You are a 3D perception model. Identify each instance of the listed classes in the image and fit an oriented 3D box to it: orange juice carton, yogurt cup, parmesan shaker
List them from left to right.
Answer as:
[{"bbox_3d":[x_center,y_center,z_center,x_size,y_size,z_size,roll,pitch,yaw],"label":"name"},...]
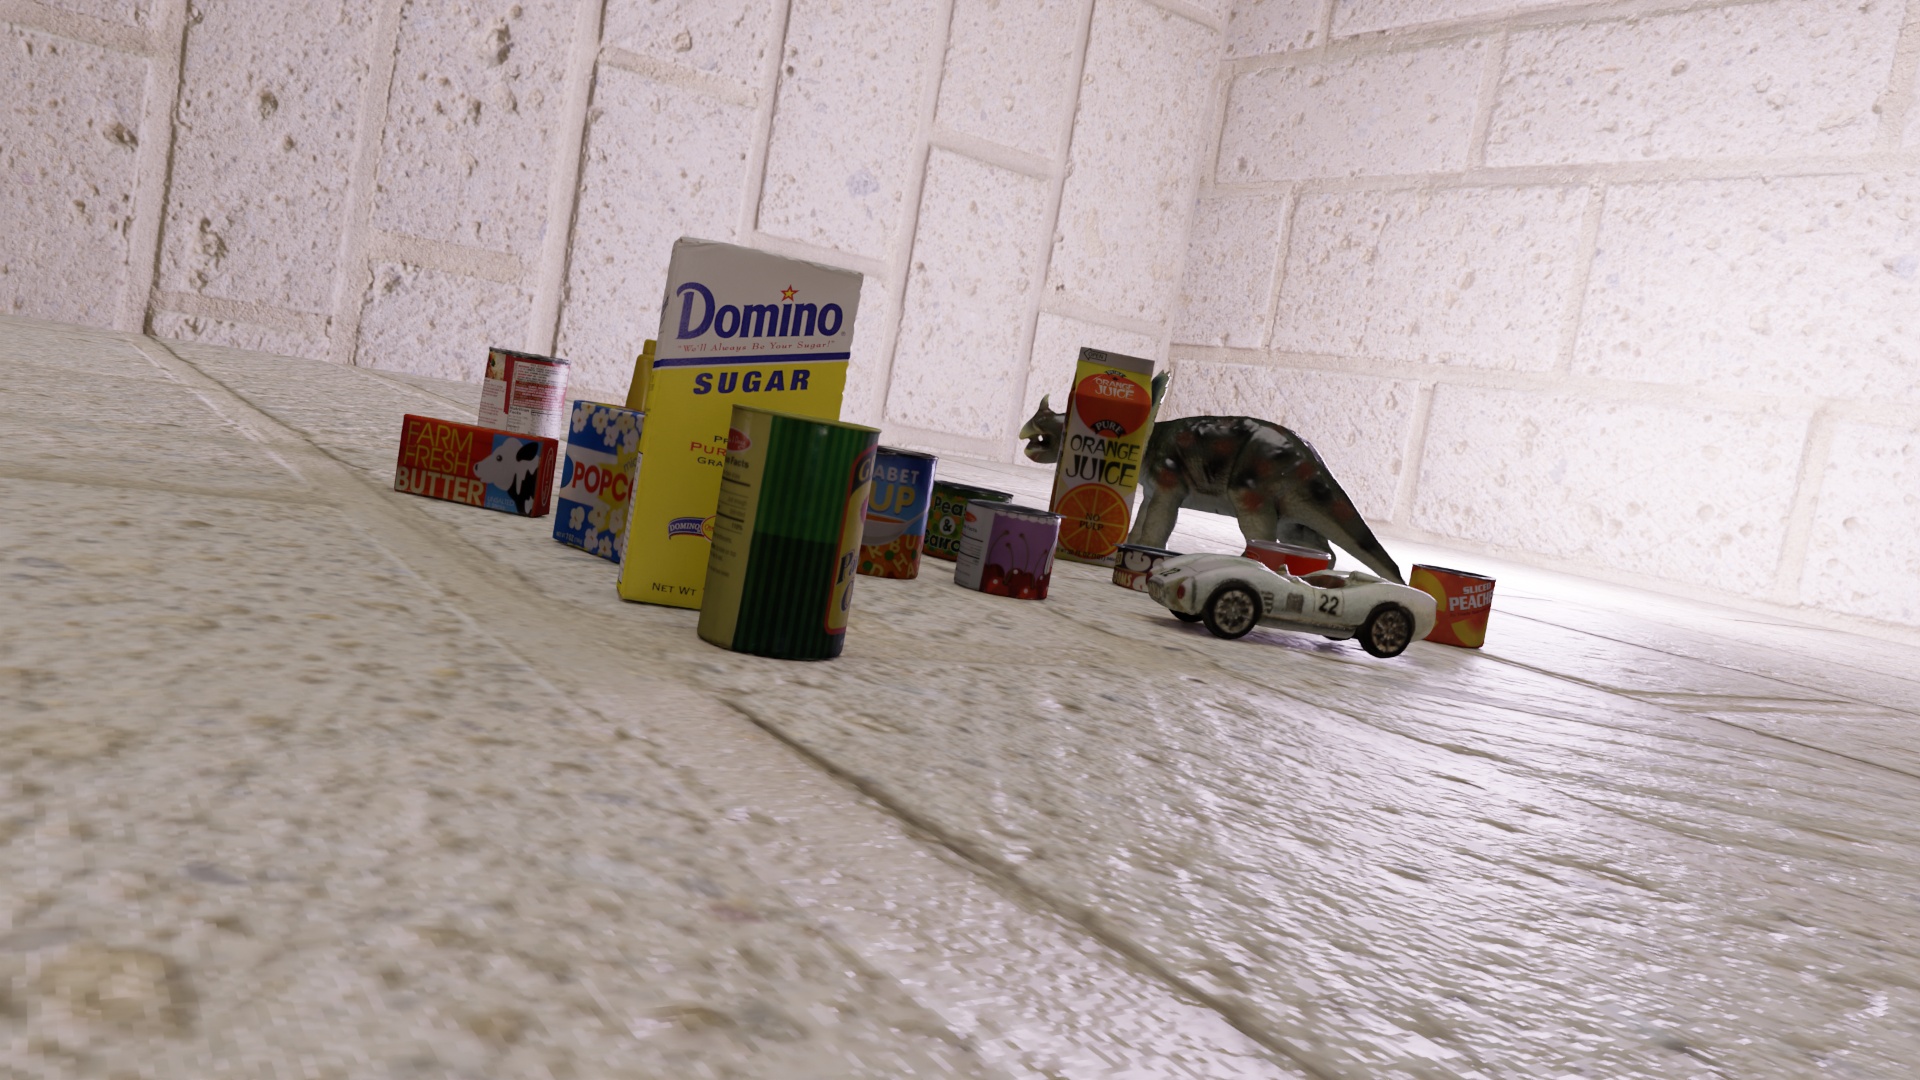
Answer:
[{"bbox_3d":[-0.077,-0.005,0.616,0.071,0.103,0.071,10,5,-1],"label":"parmesan shaker"},{"bbox_3d":[0.127,-0.077,1.271,0.072,0.192,0.073,10,5,-1],"label":"orange juice carton"},{"bbox_3d":[0.261,0.031,1.123,0.072,0.054,0.072,10,5,-1],"label":"yogurt cup"}]

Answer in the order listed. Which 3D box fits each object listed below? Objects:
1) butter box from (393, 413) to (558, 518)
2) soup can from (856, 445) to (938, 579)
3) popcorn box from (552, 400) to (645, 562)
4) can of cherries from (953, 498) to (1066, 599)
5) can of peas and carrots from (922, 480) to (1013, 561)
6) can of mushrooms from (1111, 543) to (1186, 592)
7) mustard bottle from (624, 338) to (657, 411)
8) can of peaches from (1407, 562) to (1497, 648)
[{"bbox_3d":[-0.321,-0.050,0.919,0.103,0.053,0.024,11,5,9],"label":"butter box"},{"bbox_3d":[-0.055,-0.021,0.931,0.071,0.083,0.071,10,5,-1],"label":"soup can"},{"bbox_3d":[-0.177,-0.029,0.787,0.127,0.085,0.038,14,7,42],"label":"popcorn box"},{"bbox_3d":[0.035,0.006,0.948,0.071,0.058,0.071,10,5,-1],"label":"can of cherries"},{"bbox_3d":[0.004,-0.014,1.100,0.071,0.058,0.071,10,5,-1],"label":"can of peas and carrots"},{"bbox_3d":[0.154,0.023,1.120,0.071,0.033,0.071,10,5,-1],"label":"can of mushrooms"},{"bbox_3d":[-0.237,-0.107,1.101,0.049,0.160,0.065,7,6,-33],"label":"mustard bottle"},{"bbox_3d":[0.393,0.052,1.116,0.071,0.058,0.071,10,5,-1],"label":"can of peaches"}]
